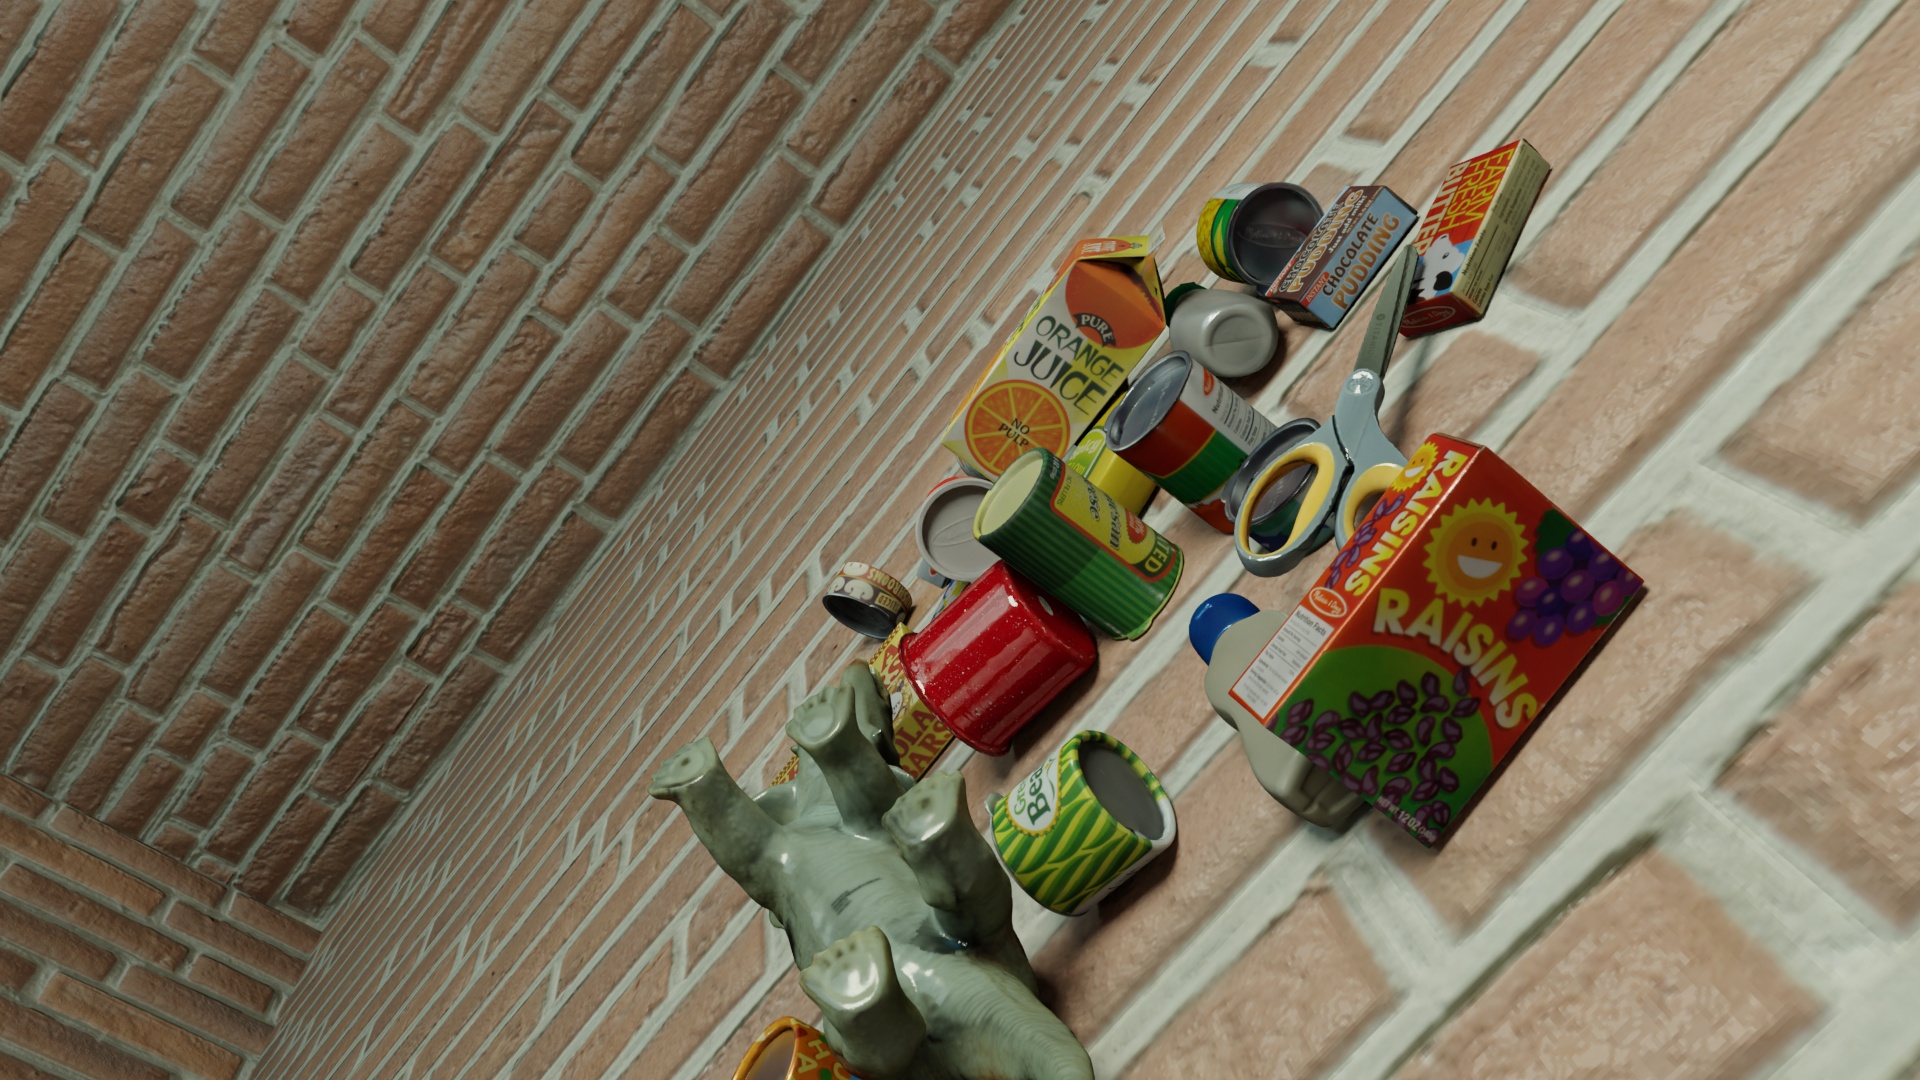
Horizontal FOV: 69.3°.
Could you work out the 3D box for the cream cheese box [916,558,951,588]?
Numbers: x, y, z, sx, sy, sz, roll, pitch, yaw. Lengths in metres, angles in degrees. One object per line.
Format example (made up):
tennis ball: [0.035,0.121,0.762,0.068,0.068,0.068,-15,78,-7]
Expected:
cream cheese box: [-0.002,-0.003,1.022,0.053,0.024,0.104,-66,-5,14]

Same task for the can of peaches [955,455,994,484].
can of peaches: [0.037,-0.075,1.060,0.071,0.071,0.058,-57,18,-9]

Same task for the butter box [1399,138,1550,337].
butter box: [0.260,-0.155,0.715,0.104,0.024,0.053,-61,20,-17]

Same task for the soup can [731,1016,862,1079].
soup can: [-0.061,0.272,0.659,0.071,0.083,0.072,-47,19,22]

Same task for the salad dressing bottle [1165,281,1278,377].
salad dressing bottle: [0.160,-0.139,0.888,0.064,0.044,0.148,-9,17,1]

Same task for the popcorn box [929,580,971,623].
popcorn box: [0.027,0.030,0.941,0.085,0.038,0.127,-23,36,59]

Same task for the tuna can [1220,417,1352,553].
tuna can: [0.167,-0.025,0.701,0.071,0.033,0.071,-47,20,22]

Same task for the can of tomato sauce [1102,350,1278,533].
can of tomato sauce: [0.130,-0.052,0.758,0.071,0.083,0.071,-47,20,22]

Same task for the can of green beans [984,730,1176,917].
can of green beans: [0.057,0.130,0.644,0.057,0.071,0.071,-46,20,25]

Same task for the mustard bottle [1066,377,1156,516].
mustard bottle: [0.102,-0.053,0.885,0.160,0.049,0.065,-57,21,-9]

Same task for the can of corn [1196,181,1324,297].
can of corn: [0.191,-0.193,0.890,0.071,0.071,0.058,-53,18,5]

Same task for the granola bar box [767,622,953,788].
granola bar box: [-0.071,0.152,0.964,0.165,0.039,0.124,-51,19,10]

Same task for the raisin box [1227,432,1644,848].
raisin box: [0.170,0.035,0.501,0.123,0.086,0.040,-53,13,5]

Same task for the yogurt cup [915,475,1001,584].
yogurt cup: [0.003,-0.011,0.908,0.072,0.072,0.054,-52,11,7]

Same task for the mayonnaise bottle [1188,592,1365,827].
mayonnaise bottle: [0.139,0.063,0.604,0.064,0.041,0.148,-50,18,8]

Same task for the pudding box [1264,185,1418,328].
pudding box: [0.223,-0.167,0.817,0.083,0.030,0.050,-53,17,4]

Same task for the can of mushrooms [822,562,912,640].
can of mushrooms: [-0.073,0.048,1.110,0.071,0.071,0.033,-23,35,58]

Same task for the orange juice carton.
orange juice carton: [0.073,-0.125,0.904,0.192,0.073,0.072,-52,7,22]

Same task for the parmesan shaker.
parmesan shaker: [0.066,0.003,0.787,0.071,0.103,0.071,-47,20,23]
